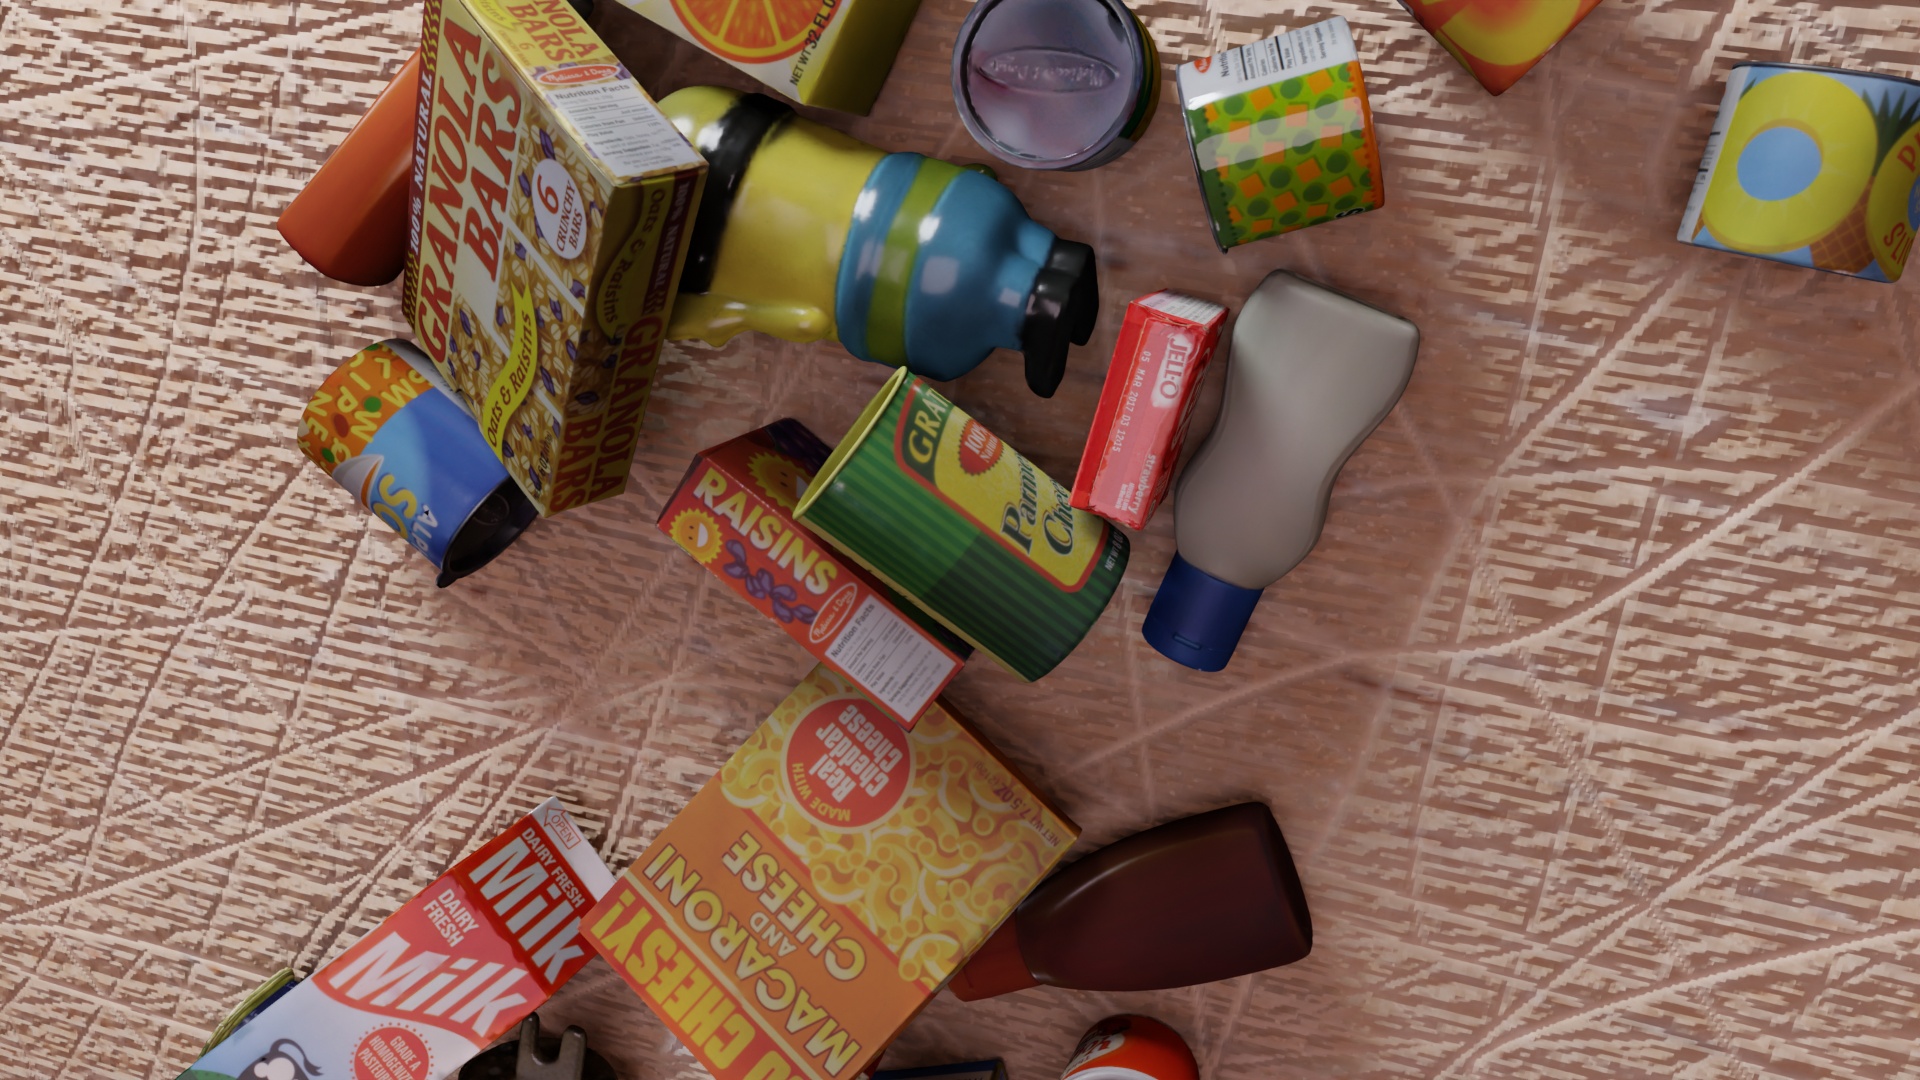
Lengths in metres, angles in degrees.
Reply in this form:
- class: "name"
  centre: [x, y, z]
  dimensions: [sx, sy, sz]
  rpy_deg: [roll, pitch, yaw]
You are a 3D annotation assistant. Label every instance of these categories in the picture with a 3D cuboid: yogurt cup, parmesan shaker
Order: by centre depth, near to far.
- class: "parmesan shaker"
  centre: [0.002, -0.006, 0.496]
  dimensions: [0.103, 0.071, 0.071]
  rpy_deg: [36, 110, -10]
- class: "yogurt cup"
  centre: [0.070, 0.237, 0.581]
  dimensions: [0.072, 0.054, 0.072]
  rpy_deg: [3, 104, 14]

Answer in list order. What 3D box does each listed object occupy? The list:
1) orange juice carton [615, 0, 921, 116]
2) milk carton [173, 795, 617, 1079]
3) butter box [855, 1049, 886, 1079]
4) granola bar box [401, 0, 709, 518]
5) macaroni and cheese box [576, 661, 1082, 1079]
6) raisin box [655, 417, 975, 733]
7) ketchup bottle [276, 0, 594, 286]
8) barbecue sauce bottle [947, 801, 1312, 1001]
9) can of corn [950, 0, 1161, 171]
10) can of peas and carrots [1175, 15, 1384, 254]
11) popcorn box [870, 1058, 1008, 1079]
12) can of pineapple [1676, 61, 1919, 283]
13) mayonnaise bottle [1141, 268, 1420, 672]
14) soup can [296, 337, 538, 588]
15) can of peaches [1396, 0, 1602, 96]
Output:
- class: "orange juice carton"
  centre: [-0.110, -0.233, 0.508]
  dimensions: [0.193, 0.073, 0.071]
  rpy_deg: [31, 109, 6]
- class: "milk carton"
  centre: [-0.240, 0.200, 0.626]
  dimensions: [0.191, 0.073, 0.072]
  rpy_deg: [-36, 92, -3]
- class: "butter box"
  centre: [-0.080, 0.202, 0.612]
  dimensions: [0.103, 0.053, 0.024]
  rpy_deg: [33, 107, 5]
- class: "granola bar box"
  centre: [-0.158, -0.107, 0.512]
  dimensions: [0.124, 0.039, 0.164]
  rpy_deg: [50, 139, 21]
- class: "macaroni and cheese box"
  centre: [-0.052, 0.137, 0.562]
  dimensions: [0.124, 0.040, 0.166]
  rpy_deg: [43, 90, 11]
- class: "raisin box"
  centre: [-0.046, 0.009, 0.541]
  dimensions: [0.123, 0.086, 0.040]
  rpy_deg: [39, 111, 3]
- class: "ketchup bottle"
  centre: [-0.206, -0.168, 0.555]
  dimensions: [0.043, 0.065, 0.148]
  rpy_deg: [44, 104, -5]
- class: "barbecue sauce bottle"
  centre: [0.064, 0.156, 0.570]
  dimensions: [0.148, 0.044, 0.065]
  rpy_deg: [-20, 96, 18]
- class: "can of corn"
  centre: [0.036, -0.167, 0.494]
  dimensions: [0.071, 0.058, 0.071]
  rpy_deg: [3, 104, 14]
- class: "can of peas and carrots"
  centre: [0.111, -0.137, 0.479]
  dimensions: [0.058, 0.071, 0.071]
  rpy_deg: [-13, 100, 16]
- class: "popcorn box"
  centre: [-0.032, 0.287, 0.627]
  dimensions: [0.126, 0.038, 0.085]
  rpy_deg: [-12, 100, 17]
- class: "can of pineapple"
  centre: [0.272, -0.116, 0.440]
  dimensions: [0.071, 0.071, 0.057]
  rpy_deg: [14, 107, 11]
- class: "mayonnaise bottle"
  centre: [0.112, -0.023, 0.518]
  dimensions: [0.065, 0.041, 0.147]
  rpy_deg: [25, 109, 9]
- class: "soup can"
  centre: [-0.226, -0.033, 0.586]
  dimensions: [0.084, 0.071, 0.071]
  rpy_deg: [39, 109, 4]
- class: "can of peaches"
  centre: [0.178, -0.186, 0.450]
  dimensions: [0.058, 0.071, 0.071]
  rpy_deg: [44, 109, 1]
